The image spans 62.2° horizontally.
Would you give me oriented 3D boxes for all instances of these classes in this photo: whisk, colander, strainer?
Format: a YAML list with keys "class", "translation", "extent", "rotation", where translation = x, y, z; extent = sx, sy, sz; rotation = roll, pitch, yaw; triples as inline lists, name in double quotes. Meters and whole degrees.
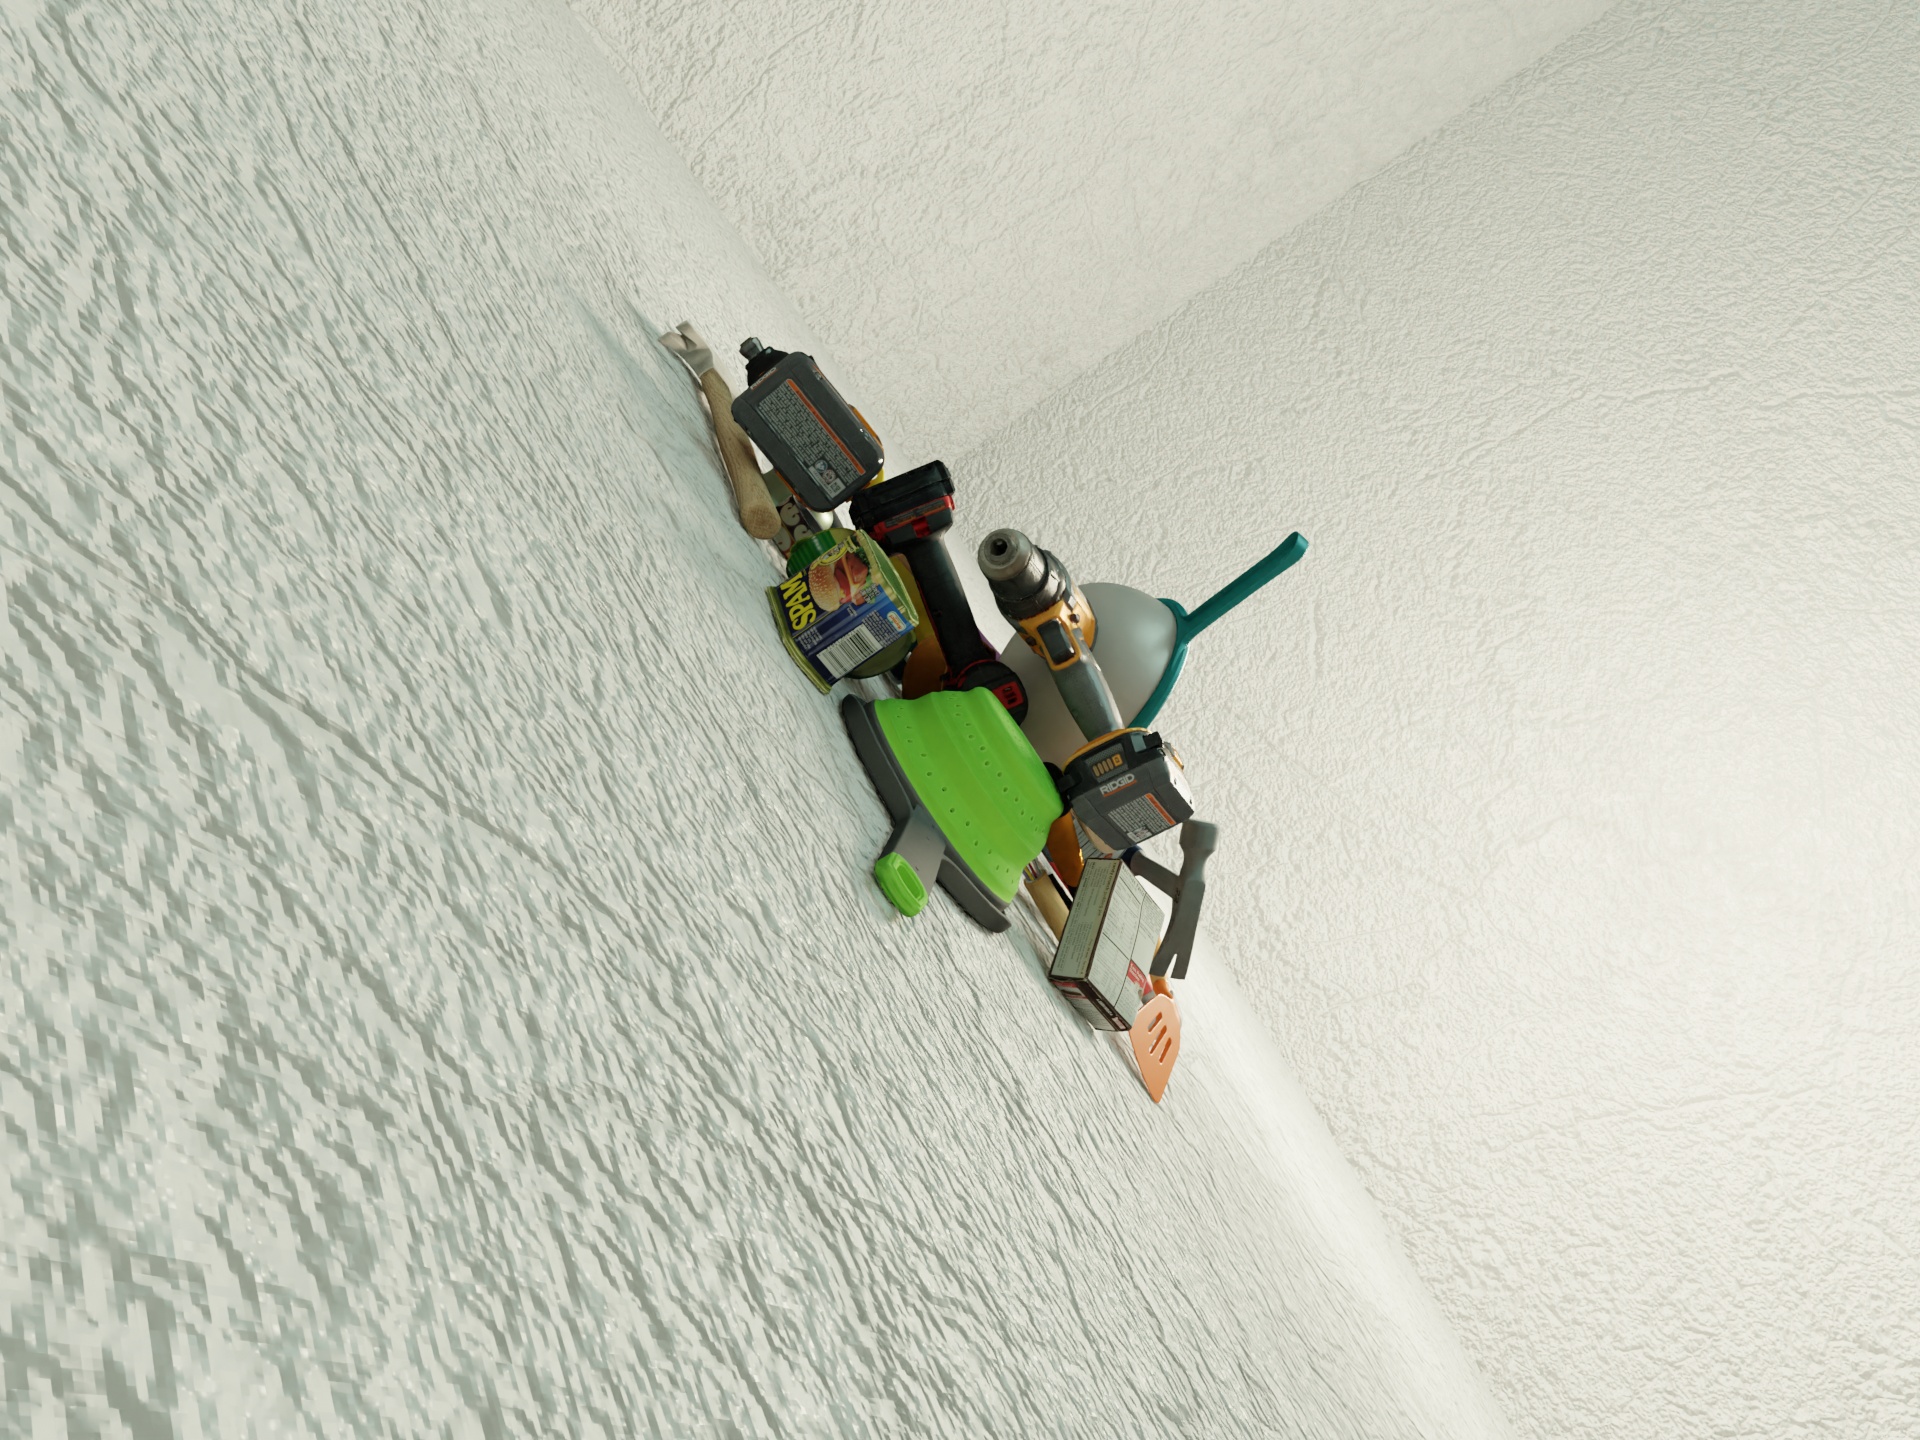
- class: "whisk"
  translation: [0.050, 0.117, 1.337]
  extent: [0.244, 0.051, 0.047]
  rotation: [60, -9, -19]
- class: "colander"
  translation: [0.005, 0.053, 1.064]
  extent: [0.204, 0.094, 0.397]
  rotation: [56, 6, -4]
- class: "strainer"
  translation: [0.132, -0.076, 1.331]
  extent: [0.095, 0.340, 0.211]
  rotation: [38, 37, -20]

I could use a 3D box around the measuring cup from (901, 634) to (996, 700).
- class: "measuring cup"
  translation: [-0.002, -0.005, 1.432]
  extent: [0.052, 0.095, 0.173]
  rotation: [14, -37, 31]

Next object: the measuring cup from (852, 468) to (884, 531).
- class: "measuring cup"
  translation: [-0.096, -0.181, 1.429]
  extent: [0.029, 0.062, 0.157]
  rotation: [46, 41, -37]

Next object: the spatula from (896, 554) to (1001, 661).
- class: "spatula"
  translation: [-0.013, -0.112, 1.506]
  extent: [0.316, 0.018, 0.060]
  rotation: [50, 10, -5]

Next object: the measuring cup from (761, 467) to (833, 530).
- class: "measuring cup"
  translation: [-0.150, -0.199, 1.414]
  extent: [0.083, 0.038, 0.167]
  rotation: [56, 4, -1]

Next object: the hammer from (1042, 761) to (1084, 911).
- class: "hammer"
  translation: [0.092, 0.119, 1.364]
  extent: [0.127, 0.034, 0.336]
  rotation: [60, -5, 30]

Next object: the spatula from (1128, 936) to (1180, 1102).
- class: "spatula"
  translation: [0.175, 0.238, 1.474]
  extent: [0.323, 0.041, 0.081]
  rotation: [-81, 151, -74]

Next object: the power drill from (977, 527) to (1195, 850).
- class: "power drill"
  translation: [0.085, -0.031, 1.185]
  extent: [0.226, 0.084, 0.185]
  rotation: [67, 11, 24]

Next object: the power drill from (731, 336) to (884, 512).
- class: "power drill"
  translation: [-0.136, -0.260, 1.359]
  extent: [0.164, 0.084, 0.226]
  rotation: [51, 5, -12]

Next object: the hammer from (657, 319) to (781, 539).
- class: "hammer"
  translation: [-0.194, -0.243, 1.343]
  extent: [0.129, 0.031, 0.332]
  rotation: [52, 8, -36]

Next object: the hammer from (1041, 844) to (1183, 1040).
- class: "hammer"
  translation: [0.106, 0.146, 1.616]
  extent: [0.386, 0.038, 0.143]
  rotation: [57, 5, 2]

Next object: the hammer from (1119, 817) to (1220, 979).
- class: "hammer"
  translation: [0.176, 0.148, 1.570]
  extent: [0.035, 0.144, 0.405]
  rotation: [11, 2, -7]

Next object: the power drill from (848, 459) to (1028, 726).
- class: "power drill"
  translation: [-0.013, -0.089, 1.284]
  extent: [0.143, 0.078, 0.219]
  rotation: [-175, -117, -84]

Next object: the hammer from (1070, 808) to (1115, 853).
- class: "hammer"
  translation: [0.080, 0.036, 1.499]
  extent: [0.146, 0.038, 0.411]
  rotation: [54, 0, -15]

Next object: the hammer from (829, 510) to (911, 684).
- class: "hammer"
  translation: [-0.109, -0.151, 1.517]
  extent: [0.128, 0.033, 0.331]
  rotation: [51, 8, -46]
